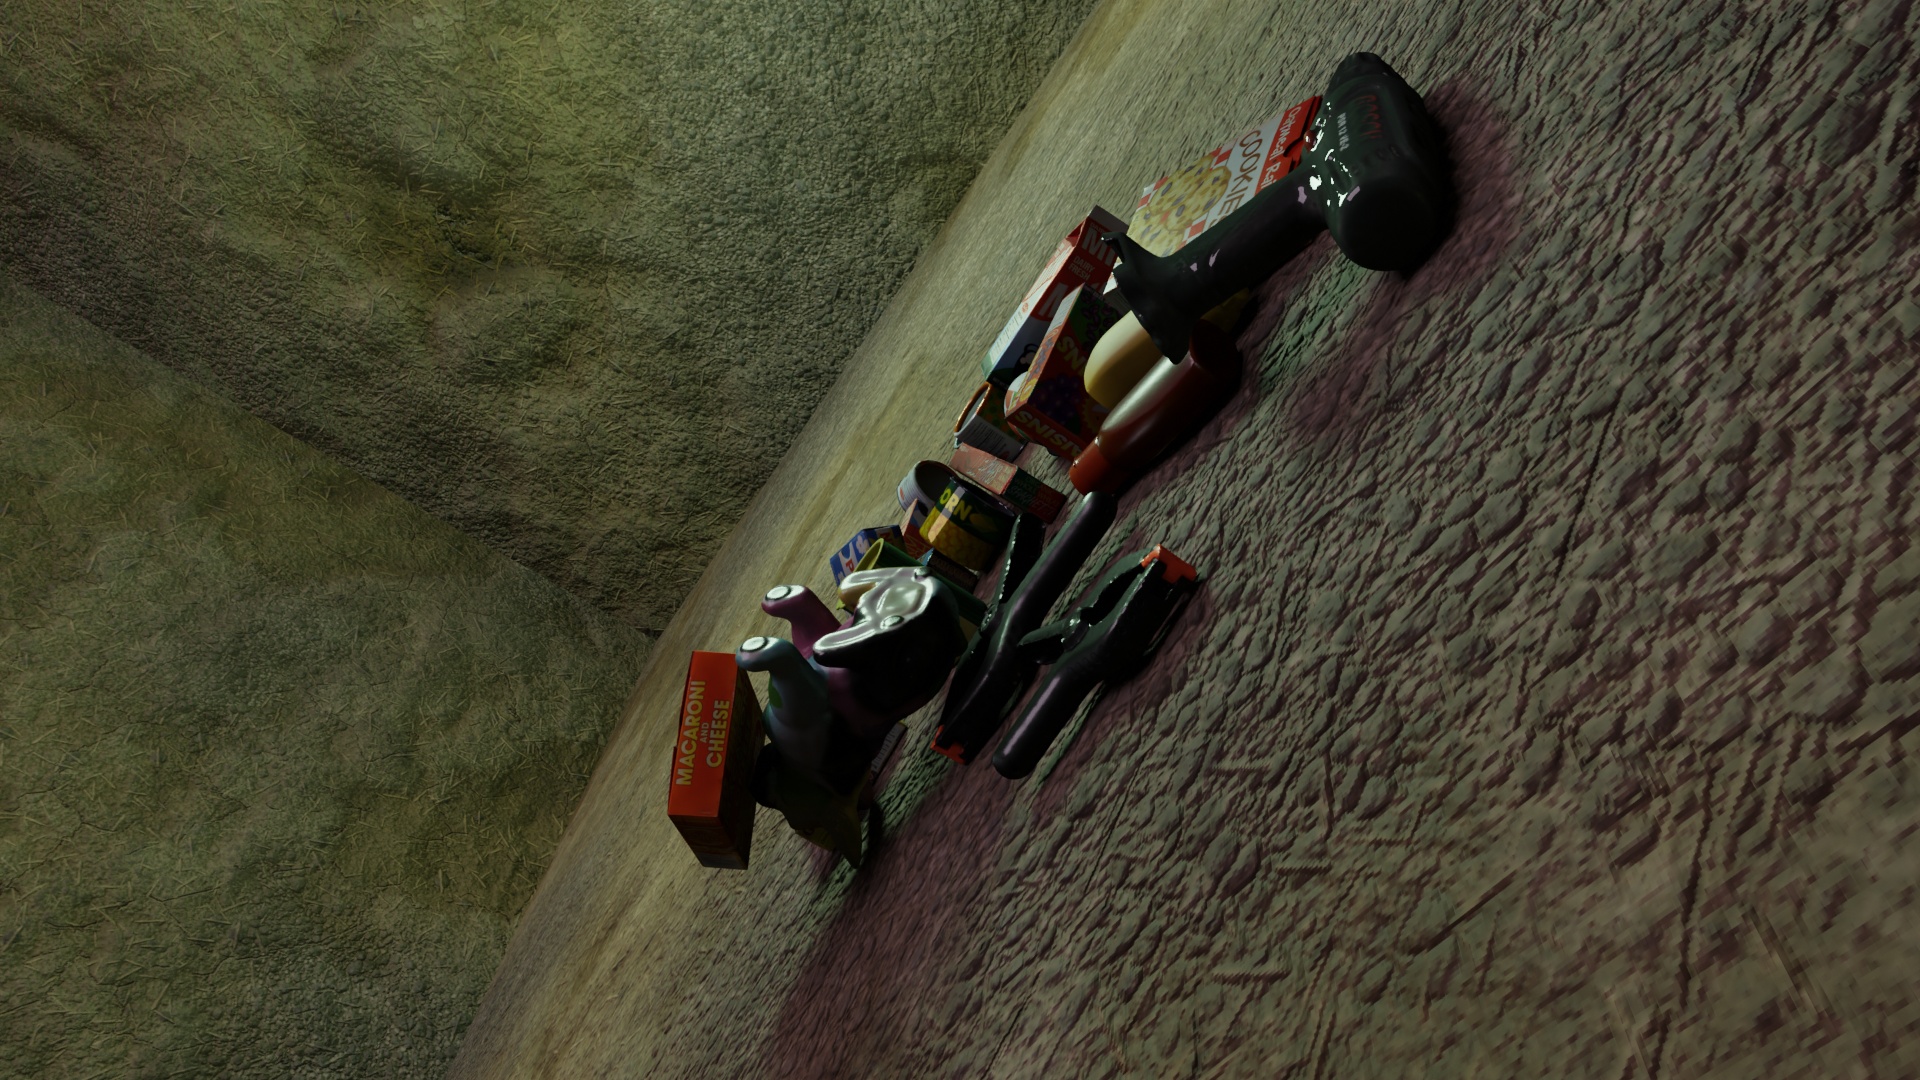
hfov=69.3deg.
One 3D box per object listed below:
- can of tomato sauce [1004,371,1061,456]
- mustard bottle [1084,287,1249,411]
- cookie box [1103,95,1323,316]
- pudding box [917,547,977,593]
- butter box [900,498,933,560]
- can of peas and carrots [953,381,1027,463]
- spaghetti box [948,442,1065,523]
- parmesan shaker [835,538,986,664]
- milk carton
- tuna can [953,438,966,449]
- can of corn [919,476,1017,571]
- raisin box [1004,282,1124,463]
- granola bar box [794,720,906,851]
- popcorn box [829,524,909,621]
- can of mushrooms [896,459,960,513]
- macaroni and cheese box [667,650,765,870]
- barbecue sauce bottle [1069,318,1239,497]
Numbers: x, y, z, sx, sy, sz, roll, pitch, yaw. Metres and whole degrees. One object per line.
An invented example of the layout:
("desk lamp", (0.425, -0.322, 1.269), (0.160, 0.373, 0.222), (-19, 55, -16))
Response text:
("can of tomato sauce", (0.077, -0.110, 1.172), (0.071, 0.071, 0.083), (-58, 12, 1))
("mustard bottle", (0.157, -0.152, 0.981), (0.159, 0.065, 0.049), (-42, 29, 35))
("cookie box", (0.190, -0.239, 1.014), (0.167, 0.040, 0.123), (-19, 39, 47))
("pudding box", (-0.025, 0.042, 1.234), (0.083, 0.049, 0.030), (-36, 24, 58))
("butter box", (-0.039, 0.012, 1.347), (0.024, 0.053, 0.104), (-48, 16, 46))
("can of peas and carrots", (0.035, -0.116, 1.351), (0.070, 0.058, 0.071), (-53, 14, 20))
("spaghetti box", (0.037, -0.053, 1.221), (0.028, 0.050, 0.250), (-59, 13, 2))
("parmesan shaker", (-0.040, 0.055, 1.139), (0.071, 0.103, 0.071), (-53, 14, 19))
("milk carton", (0.102, -0.218, 1.312), (0.190, 0.072, 0.074), (-56, 13, 14))
("tuna can", (0.025, -0.115, 1.447), (0.071, 0.033, 0.071), (-54, 13, 19))
("can of corn", (0.004, -0.015, 1.207), (0.058, 0.071, 0.071), (-57, 13, 9))
("raisin box", (0.098, -0.125, 1.078), (0.040, 0.086, 0.124), (-31, 30, 60))
("granola bar box", (-0.108, 0.189, 1.224), (0.124, 0.039, 0.165), (-59, 13, -3))
("popcorn box", (-0.067, 0.059, 1.216), (0.085, 0.038, 0.127), (-38, 67, 58))
("can of mushrooms", (-0.027, -0.048, 1.417), (0.033, 0.071, 0.071), (-48, 16, 39))
("macaroni and cheese box", (-0.182, 0.170, 1.051), (0.165, 0.040, 0.124), (91, -177, -64))
("barbecue sauce bottle", (0.130, -0.084, 0.960), (0.147, 0.043, 0.065), (-48, 16, 40))
